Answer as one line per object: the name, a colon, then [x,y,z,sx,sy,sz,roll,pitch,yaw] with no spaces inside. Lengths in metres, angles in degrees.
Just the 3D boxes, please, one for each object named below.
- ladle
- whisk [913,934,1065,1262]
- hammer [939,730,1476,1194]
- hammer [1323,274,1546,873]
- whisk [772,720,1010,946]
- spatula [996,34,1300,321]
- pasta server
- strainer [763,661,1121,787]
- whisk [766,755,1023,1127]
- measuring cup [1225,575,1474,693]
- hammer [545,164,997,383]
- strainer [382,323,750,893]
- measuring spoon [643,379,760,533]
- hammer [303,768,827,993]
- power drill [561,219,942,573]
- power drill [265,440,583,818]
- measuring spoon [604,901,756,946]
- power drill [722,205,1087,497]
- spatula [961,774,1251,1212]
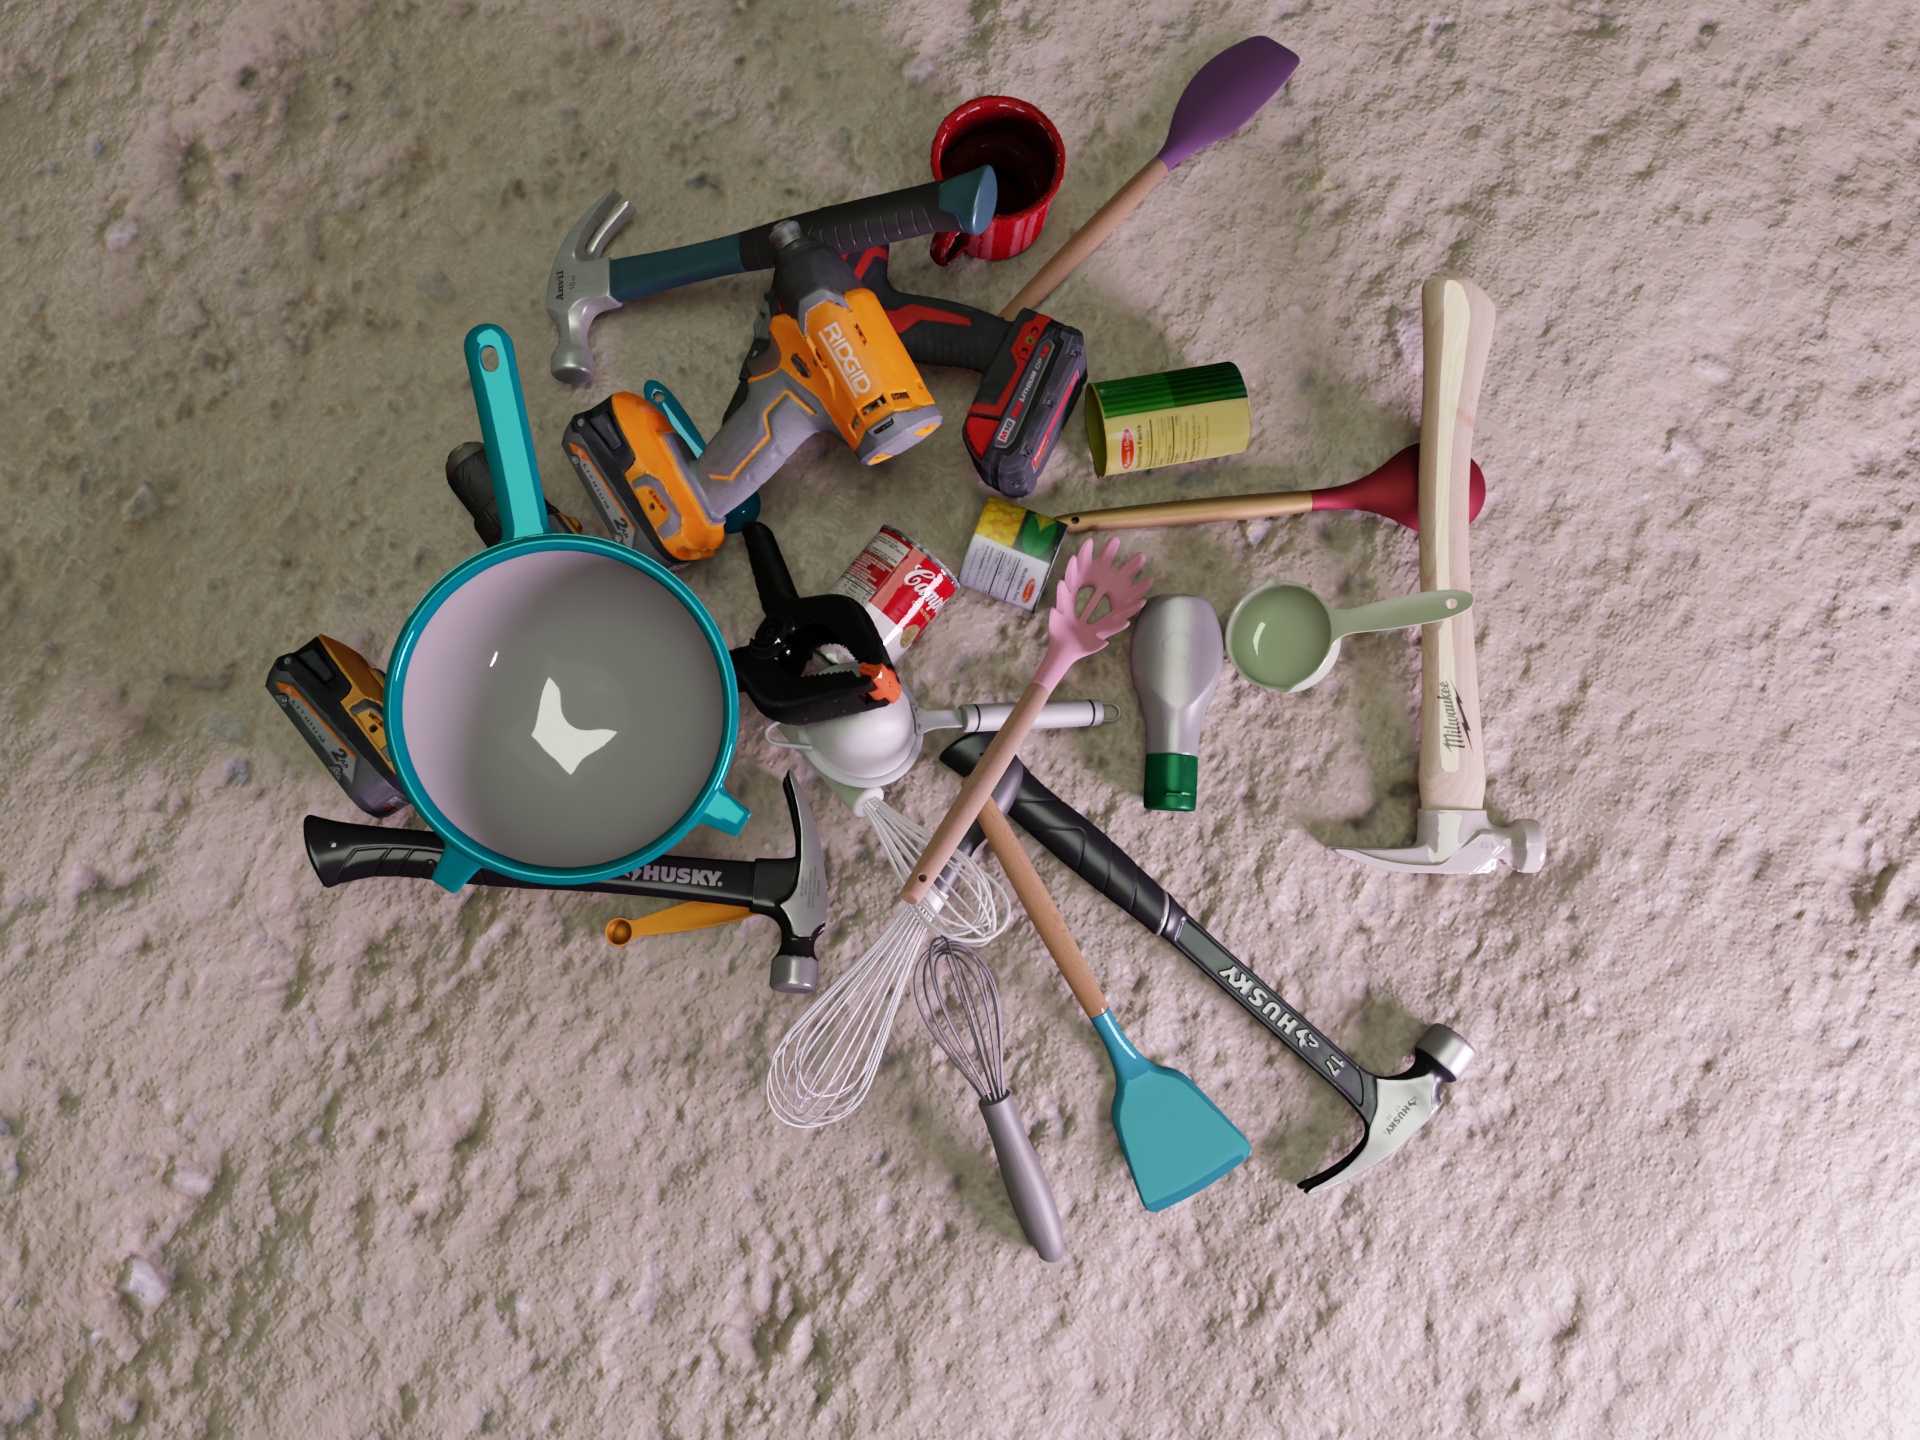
ladle: [0.223,-0.155,1.133,0.315,0.031,0.069,-6,83,-1]
whisk: [0.024,0.249,1.039,0.055,0.055,0.239,-21,99,-5]
hammer: [0.148,0.148,1.084,0.409,0.036,0.149,41,84,4]
hammer: [0.326,-0.100,1.100,0.146,0.038,0.410,0,89,-1]
whisk: [-0.055,0.058,1.043,0.059,0.057,0.247,-24,55,-32]
spatula: [0.127,-0.390,1.163,0.060,0.018,0.316,40,83,21]
pasta server: [0.042,-0.005,1.040,0.060,0.040,0.316,32,55,2]
strainer: [-0.002,-0.003,1.059,0.258,0.050,0.087,-3,72,-27]
whisk: [-0.039,0.144,1.053,0.070,0.070,0.284,32,86,2]
measuring cup: [0.265,-0.063,1.082,0.167,0.038,0.083,-10,77,25]
hammer: [-0.134,-0.320,1.081,0.331,0.033,0.128,-7,78,18]
strainer: [-0.254,-0.070,0.992,0.211,0.095,0.340,-11,92,-3]
measuring spoon: [-0.187,-0.190,1.121,0.042,0.021,0.128,-34,87,-6]
hammer: [-0.253,0.091,1.038,0.334,0.035,0.146,7,71,-11]
power drill: [-0.145,-0.211,1.048,0.226,0.084,0.164,-28,92,16]
power drill: [-0.348,-0.066,1.072,0.226,0.084,0.185,-38,85,-11]
measuring spoon: [-0.184,0.134,1.086,0.117,0.011,0.021,-12,83,-7]
power drill: [-0.044,-0.233,1.103,0.227,0.080,0.188,26,88,8]
spatula: [0.083,0.173,1.050,0.082,0.044,0.317,-30,101,-2]
